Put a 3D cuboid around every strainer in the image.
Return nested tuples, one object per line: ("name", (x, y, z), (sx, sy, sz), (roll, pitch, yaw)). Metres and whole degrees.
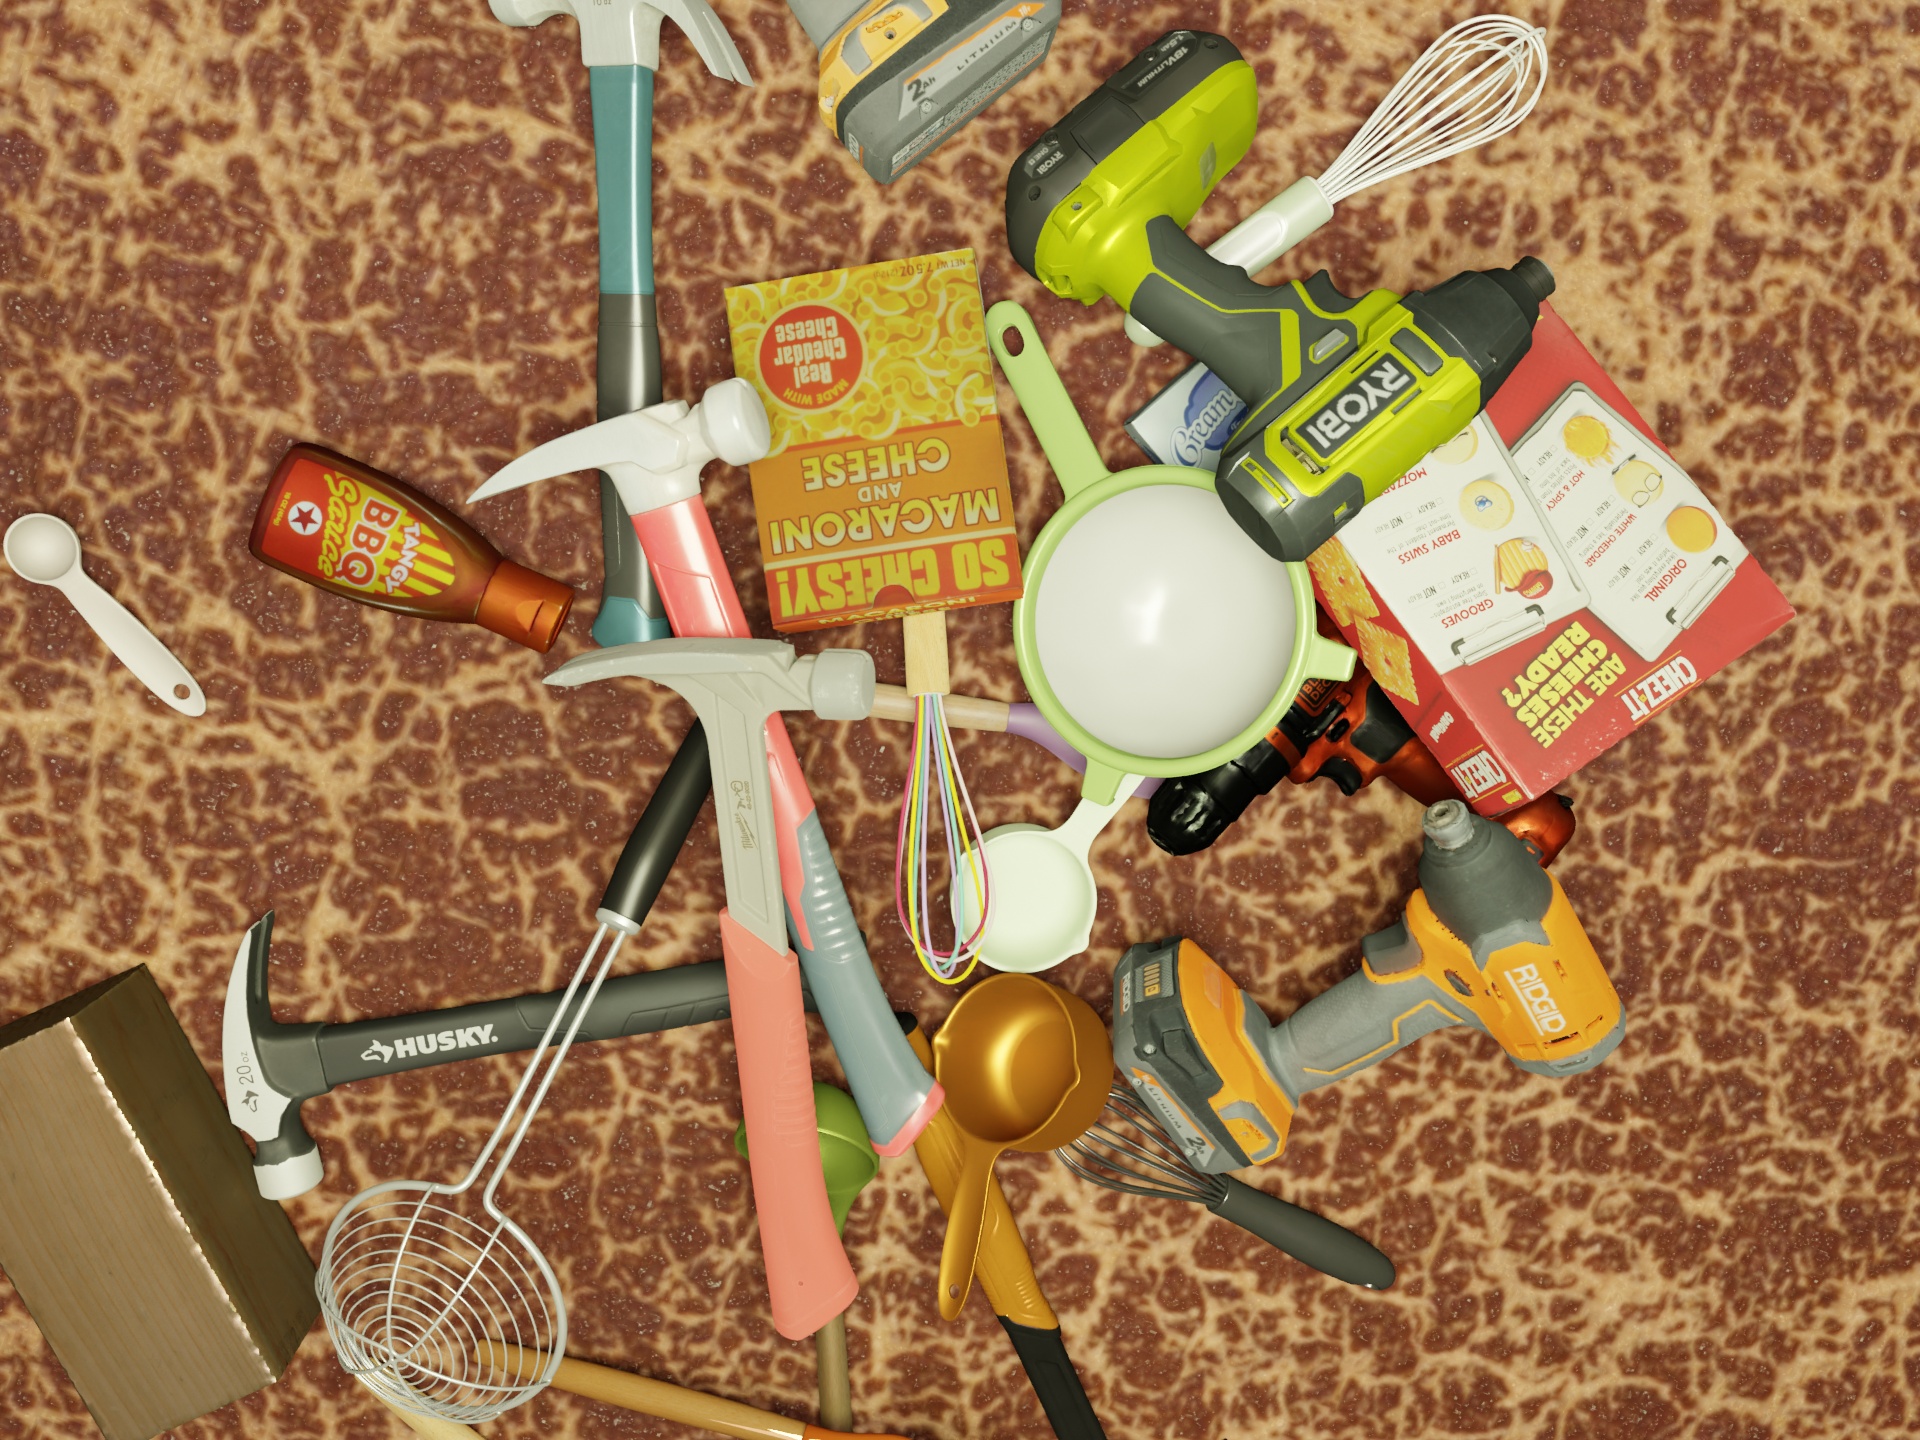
("strainer", (0.084, -0.095, 0.799), (0.151, 0.069, 0.256), (-30, 79, 23))

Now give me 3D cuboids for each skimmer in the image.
("skimmer", (-0.194, 0.161, 0.789), (0.127, 0.090, 0.363), (22, 71, 7))

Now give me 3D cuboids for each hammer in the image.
("hammer", (0.035, 0.308, 0.878), (0.127, 0.034, 0.336), (-25, 100, 0))
("hammer", (-0.161, -0.191, 0.765), (0.128, 0.033, 0.331), (7, 105, 22))
("hammer", (-0.102, 0.136, 0.761), (0.149, 0.037, 0.359), (0, 109, 13))
("hammer", (-0.104, 0.042, 0.768), (0.143, 0.038, 0.386), (-14, 105, 15))
("hammer", (-0.213, 0.150, 0.830), (0.334, 0.035, 0.146), (-9, 101, -3))

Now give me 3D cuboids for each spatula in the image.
("spatula", (-0.110, 0.384, 0.846), (0.322, 0.041, 0.081), (13, 136, 6))
("spatula", (-0.001, -0.003, 0.831), (0.316, 0.018, 0.060), (8, 97, -7))

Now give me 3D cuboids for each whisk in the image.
("whisk", (0.185, -0.265, 0.790), (0.246, 0.059, 0.058), (-36, 89, 6))
("whisk", (0.144, 0.258, 0.874), (0.239, 0.055, 0.055), (30, 96, -13))
("whisk", (-0.013, 0.009, 0.802), (0.047, 0.051, 0.245), (-2, 84, -19))

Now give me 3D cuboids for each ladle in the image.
("ladle", (-0.074, 0.344, 0.865), (0.078, 0.062, 0.320), (1, 103, 14))

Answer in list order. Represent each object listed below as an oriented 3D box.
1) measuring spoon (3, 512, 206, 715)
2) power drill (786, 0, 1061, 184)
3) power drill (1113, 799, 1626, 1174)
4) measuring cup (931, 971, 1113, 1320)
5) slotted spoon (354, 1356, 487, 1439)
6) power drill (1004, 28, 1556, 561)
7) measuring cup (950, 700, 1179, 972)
("measuring spoon", (-0.421, -0.051, 0.792), (0.034, 0.018, 0.124), (-37, 107, 2))
("power drill", (-0.045, -0.393, 0.735), (0.185, 0.084, 0.226), (-39, 96, 1))
("power drill", (0.191, 0.130, 0.789), (0.226, 0.084, 0.164), (-24, 120, 21))
("measuring cup", (0.026, 0.219, 0.815), (0.052, 0.095, 0.174), (25, 75, -49))
("slotted spoon", (-0.210, 0.454, 0.885), (0.313, 0.031, 0.070), (42, 94, -8))
("power drill", (0.142, -0.203, 0.730), (0.171, 0.080, 0.223), (-40, 71, 0))
("measuring cup", (0.059, 0.055, 0.837), (0.083, 0.038, 0.167), (37, 92, -9))
